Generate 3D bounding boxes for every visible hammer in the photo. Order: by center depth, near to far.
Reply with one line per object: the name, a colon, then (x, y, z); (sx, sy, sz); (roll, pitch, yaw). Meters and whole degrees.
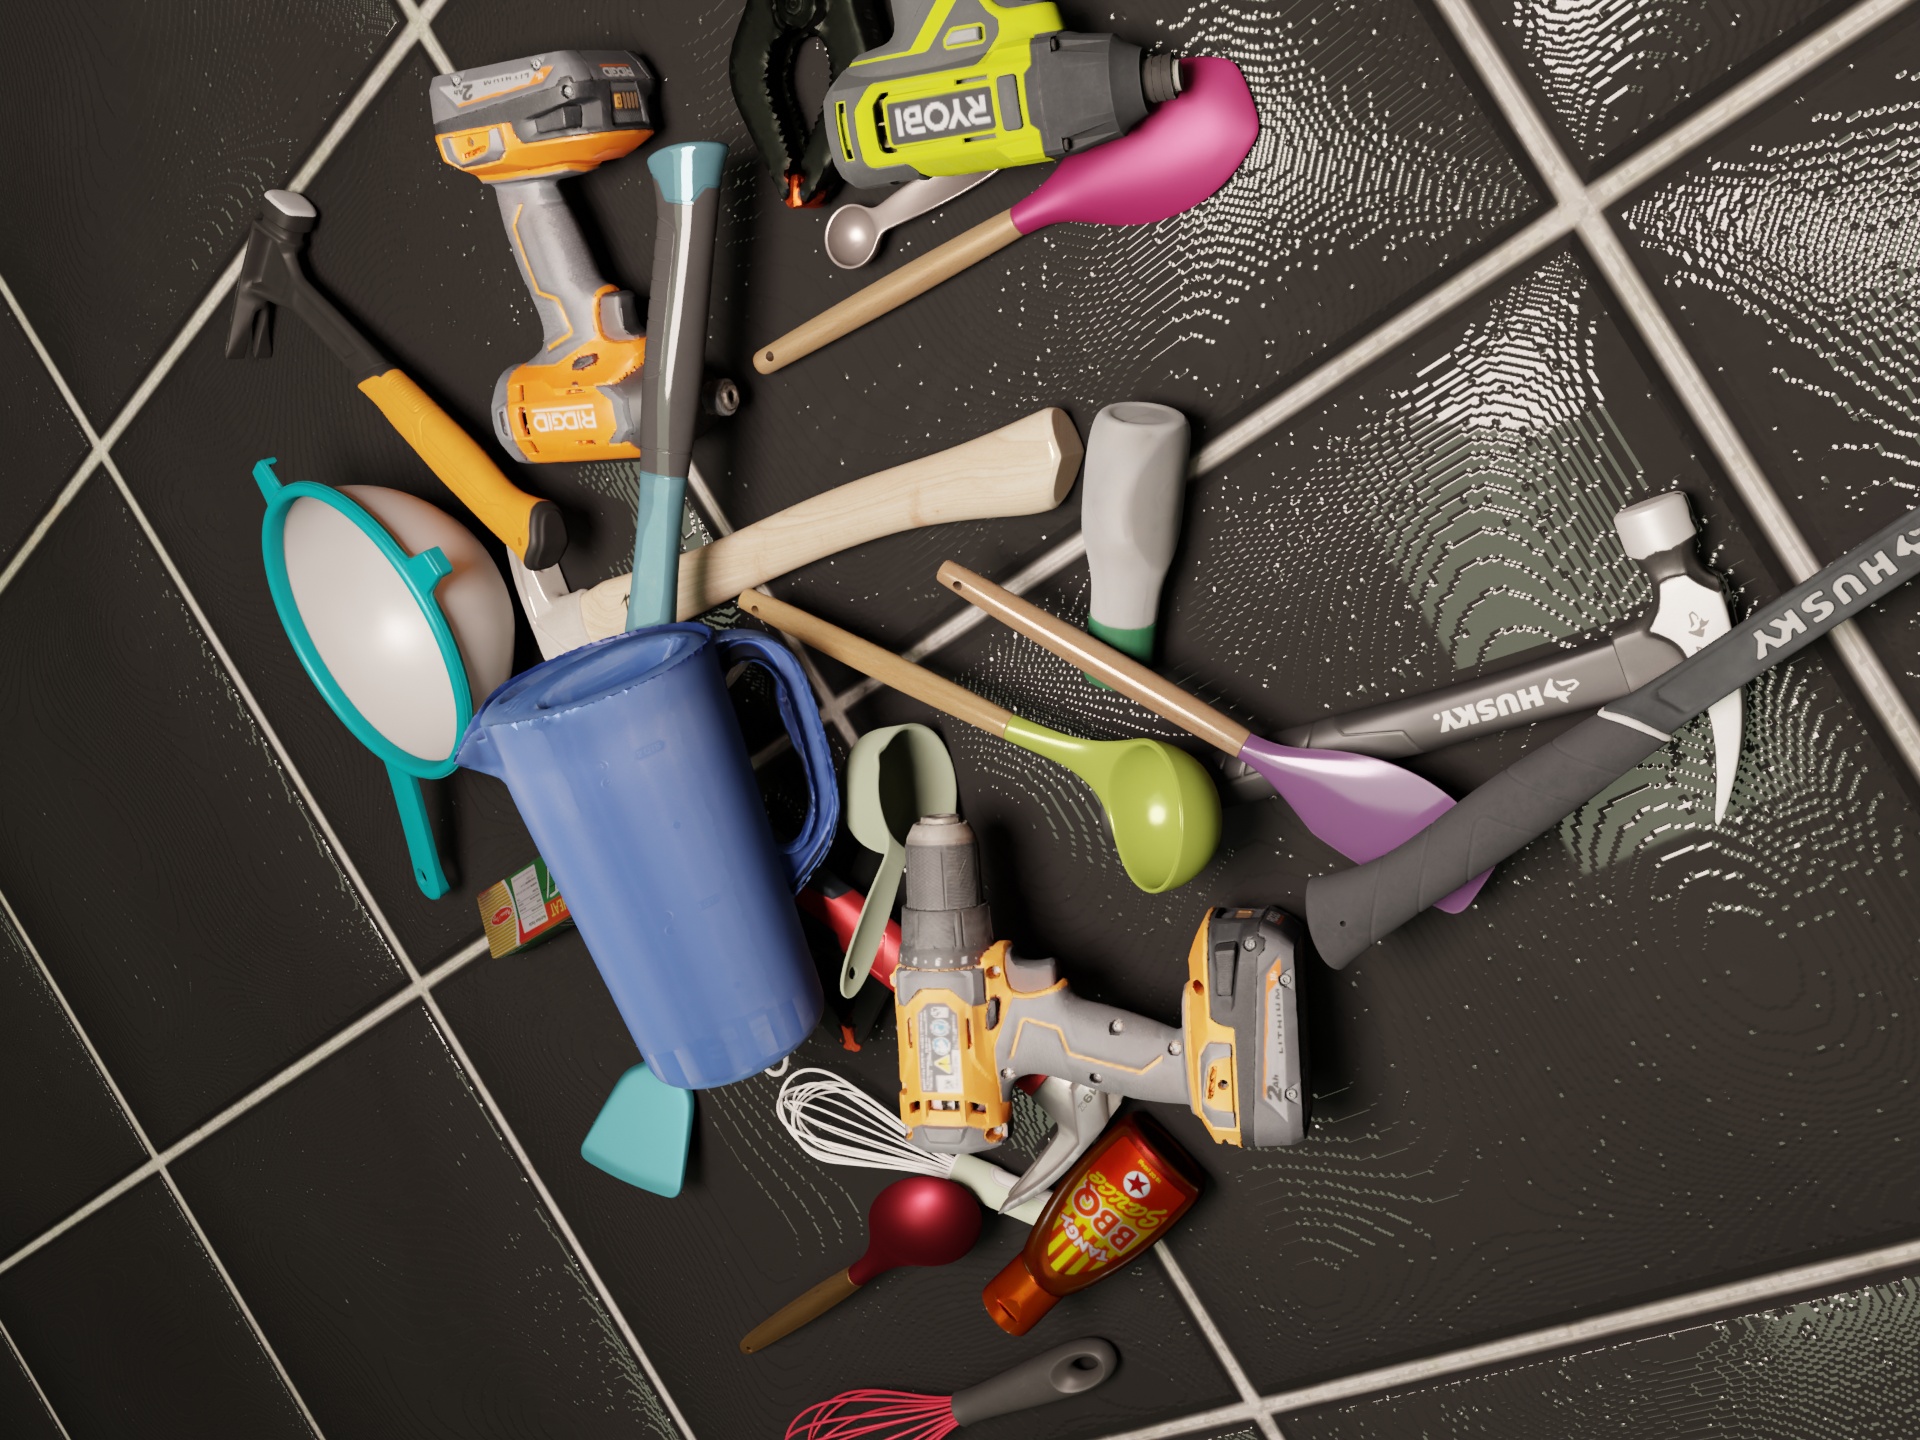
hammer: (0.313, -0.006, 0.687); (0.409, 0.036, 0.149); (-41, 85, 29)
hammer: (0.214, 0.011, 0.793); (0.335, 0.035, 0.146); (-19, 95, 34)
hammer: (-0.166, -0.152, 0.891); (0.128, 0.033, 0.331); (12, 107, 13)
hammer: (-0.113, -0.112, 0.945); (0.410, 0.038, 0.146); (-16, 96, 33)
hammer: (-0.076, 0.132, 0.960); (0.386, 0.038, 0.143); (37, 111, 6)
hammer: (-0.372, -0.205, 1.044); (0.337, 0.034, 0.127); (43, 122, 20)

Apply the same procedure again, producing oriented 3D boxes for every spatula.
spatula: (0.122, -0.002, 0.804); (0.316, 0.018, 0.059); (31, 123, 14)
spatula: (-0.200, 0.180, 1.090); (0.082, 0.044, 0.317); (19, 114, 16)

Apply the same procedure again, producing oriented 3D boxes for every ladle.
ladle: (-0.001, -0.003, 0.862); (0.320, 0.062, 0.078); (26, 125, 23)
ladle: (-0.082, 0.380, 1.074); (0.069, 0.031, 0.315); (36, 133, -7)

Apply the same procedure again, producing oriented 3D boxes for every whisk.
whisk: (-0.010, 0.283, 1.012); (0.246, 0.058, 0.059); (17, 105, 20)
whisk: (-0.014, 0.469, 1.073); (0.296, 0.073, 0.073); (-32, 89, 28)

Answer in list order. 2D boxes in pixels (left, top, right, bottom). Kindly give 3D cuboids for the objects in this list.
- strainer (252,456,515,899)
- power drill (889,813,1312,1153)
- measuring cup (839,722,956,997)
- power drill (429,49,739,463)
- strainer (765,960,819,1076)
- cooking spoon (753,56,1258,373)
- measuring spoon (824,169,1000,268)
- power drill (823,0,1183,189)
strainer: (-0.365, -0.023, 1.102); (0.211, 0.095, 0.340); (26, 134, 29)
power drill: (0.070, 0.141, 0.863); (0.226, 0.084, 0.185); (-3, 92, 17)
measuring cup: (-0.051, 0.079, 0.908); (0.038, 0.168, 0.083); (-4, 147, 37)
power drill: (-0.213, -0.265, 0.929); (0.164, 0.084, 0.226); (2, 111, 28)
strainer: (-0.152, 0.103, 1.030); (0.050, 0.087, 0.258); (-157, 52, -74)
cooking spoon: (0.010, -0.251, 0.835); (0.319, 0.017, 0.069); (-20, 95, 33)
measuring spoon: (-0.019, -0.278, 0.849); (0.124, 0.018, 0.034); (-21, 85, 27)
power drill: (0.009, -0.375, 0.741); (0.171, 0.080, 0.223); (-2, 112, 20)
